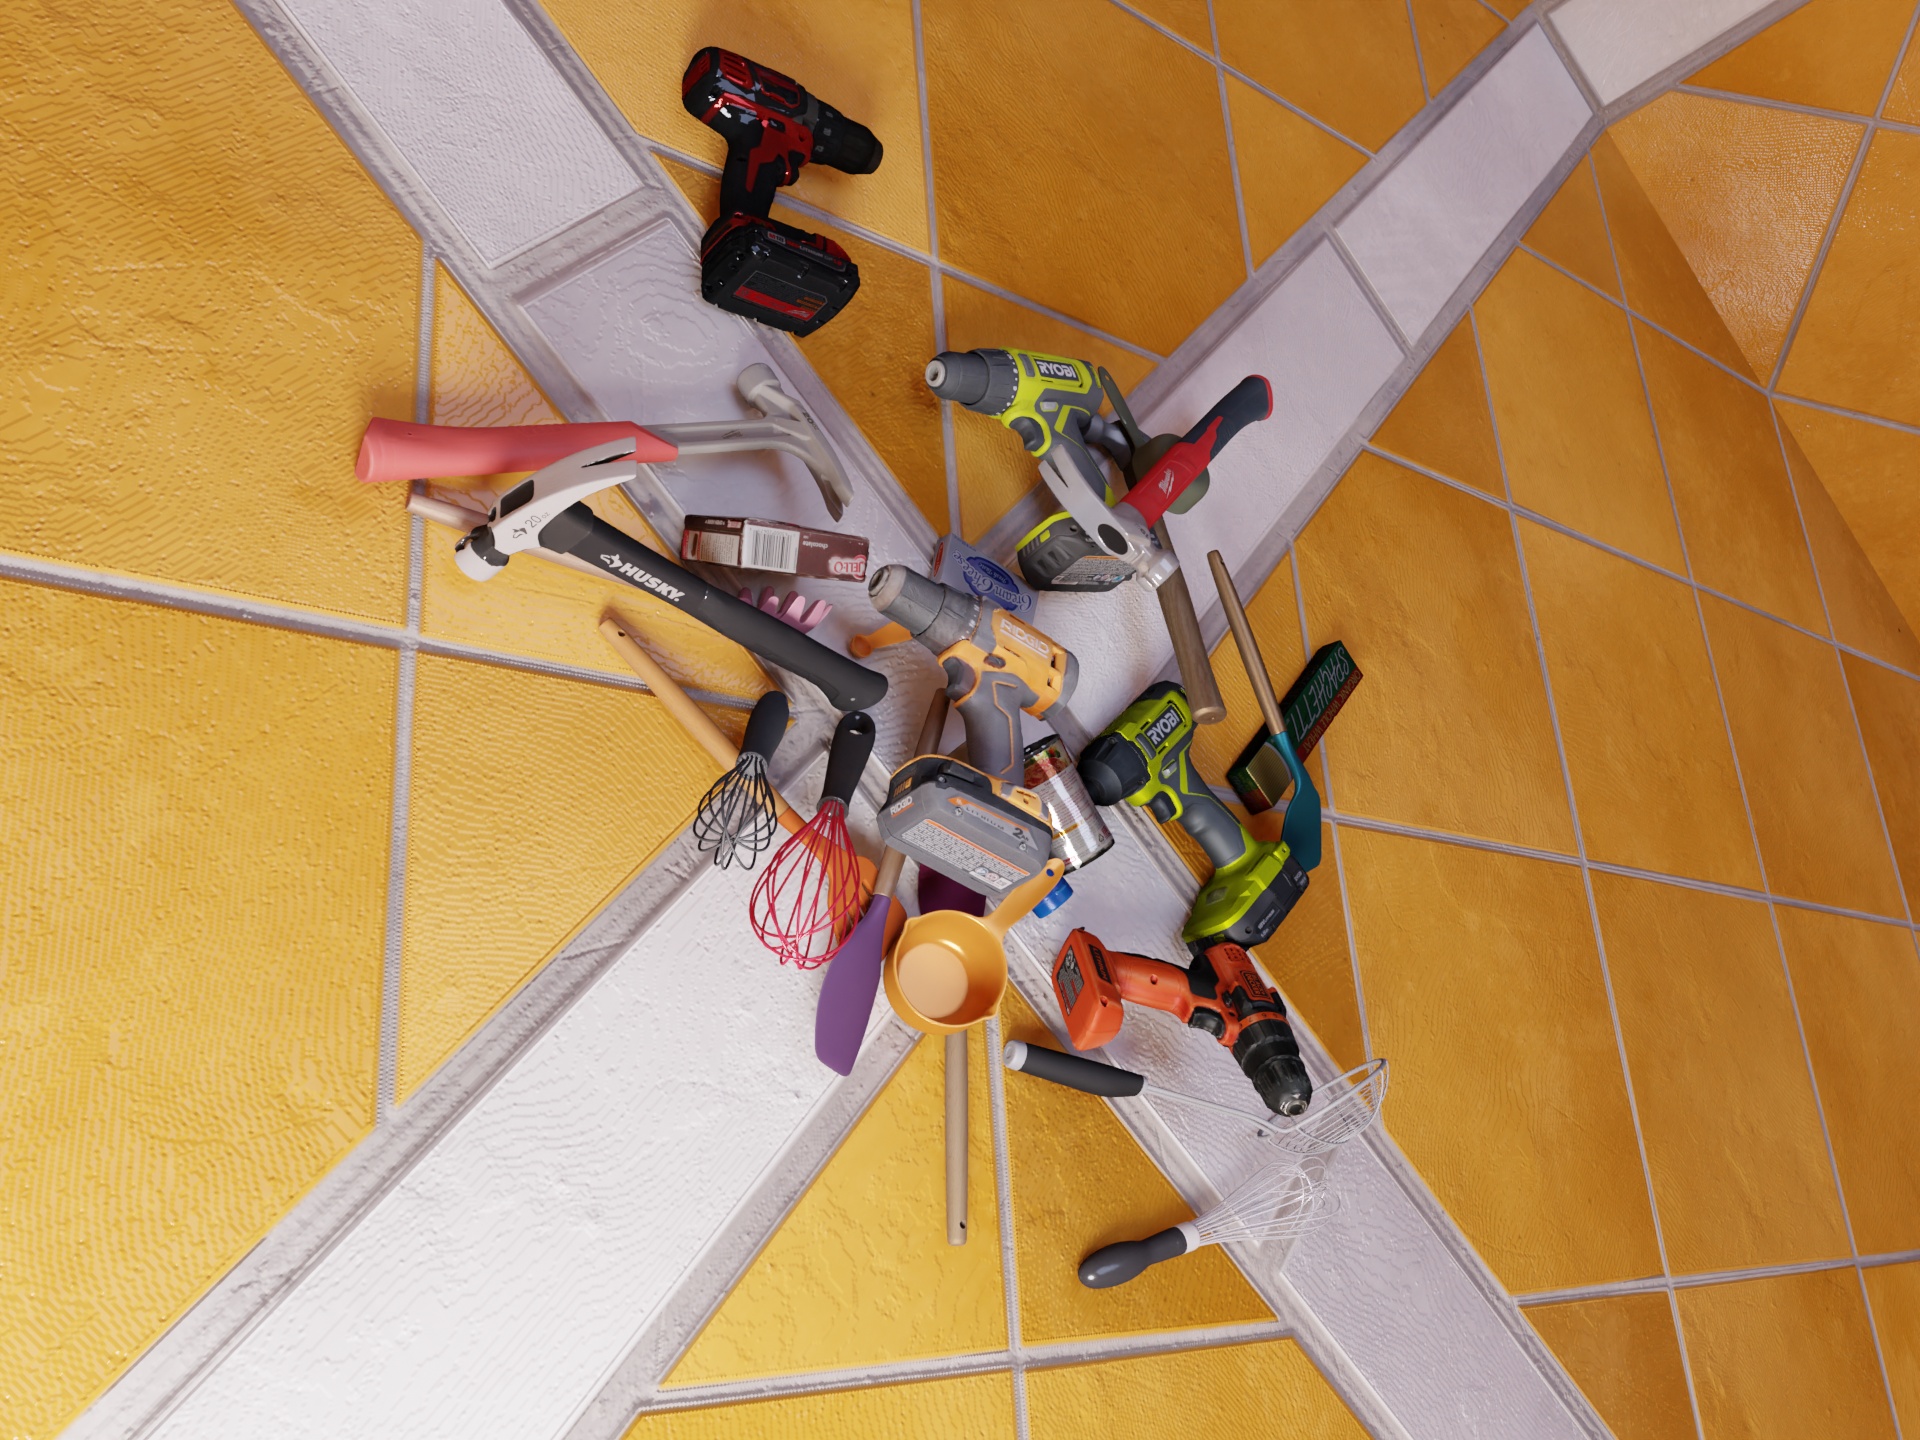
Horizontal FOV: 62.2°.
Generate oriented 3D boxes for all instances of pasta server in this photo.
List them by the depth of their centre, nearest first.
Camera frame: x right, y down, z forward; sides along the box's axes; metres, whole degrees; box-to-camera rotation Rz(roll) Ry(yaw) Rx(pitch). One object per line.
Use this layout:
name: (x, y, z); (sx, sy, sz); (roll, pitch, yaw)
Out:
pasta server: (-0.236, -0.112, 1.135); (0.316, 0.060, 0.040); (17, 92, -32)

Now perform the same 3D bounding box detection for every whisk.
whisk: (-0.141, 0.033, 1.090); (0.055, 0.055, 0.239); (46, 18, -17)
whisk: (-0.092, 0.074, 1.116); (0.073, 0.073, 0.296); (44, 26, -19)
whisk: (0.204, 0.410, 1.290); (0.284, 0.070, 0.070); (-5, 76, -37)

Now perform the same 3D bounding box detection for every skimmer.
skimmer: (0.197, 0.288, 1.315); (0.363, 0.127, 0.090); (19, 54, -22)

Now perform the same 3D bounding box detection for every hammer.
hammer: (-0.171, -0.083, 1.117); (0.334, 0.146, 0.035); (29, 40, -42)
hammer: (-0.249, -0.191, 1.138); (0.359, 0.036, 0.149); (-13, 61, -41)
hammer: (0.201, -0.254, 1.460); (0.143, 0.038, 0.386); (47, 41, -3)
hammer: (0.192, -0.143, 1.481); (0.130, 0.031, 0.332); (13, 53, -38)

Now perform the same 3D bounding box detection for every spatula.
spatula: (-0.151, 0.052, 1.153); (0.322, 0.041, 0.081); (48, 46, -10)
spatula: (-0.053, 0.108, 1.183); (0.059, 0.018, 0.316); (47, 49, -42)
spatula: (0.283, -0.009, 1.503); (0.082, 0.044, 0.317); (-12, 81, -45)

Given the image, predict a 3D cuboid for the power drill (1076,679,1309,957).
power drill: (0.196, 0.094, 1.401); (0.223, 0.080, 0.171); (54, 46, -5)

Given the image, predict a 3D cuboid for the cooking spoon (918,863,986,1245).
cooking spoon: (-0.003, 0.231, 1.207); (0.068, 0.017, 0.319); (18, 61, -35)

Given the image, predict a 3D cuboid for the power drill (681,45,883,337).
power drill: (-0.139, -0.440, 1.332); (0.187, 0.080, 0.227); (11, 63, -38)

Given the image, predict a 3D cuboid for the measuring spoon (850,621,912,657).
measuring spoon: (-0.051, -0.072, 1.300); (0.117, 0.011, 0.021); (-26, 91, -47)

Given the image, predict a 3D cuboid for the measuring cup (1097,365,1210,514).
measuring cup: (0.182, -0.276, 1.515); (0.083, 0.038, 0.168); (-17, 76, -49)

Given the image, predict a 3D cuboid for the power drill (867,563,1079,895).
power drill: (-0.002, -0.004, 1.199); (0.185, 0.084, 0.226); (30, 49, -25)

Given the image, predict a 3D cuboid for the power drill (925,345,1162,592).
power drill: (0.073, -0.232, 1.415); (0.190, 0.080, 0.229); (-3, 66, -43)

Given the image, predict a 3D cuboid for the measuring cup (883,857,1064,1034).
measuring cup: (0.014, 0.166, 1.200); (0.095, 0.052, 0.173); (47, 60, 5)
